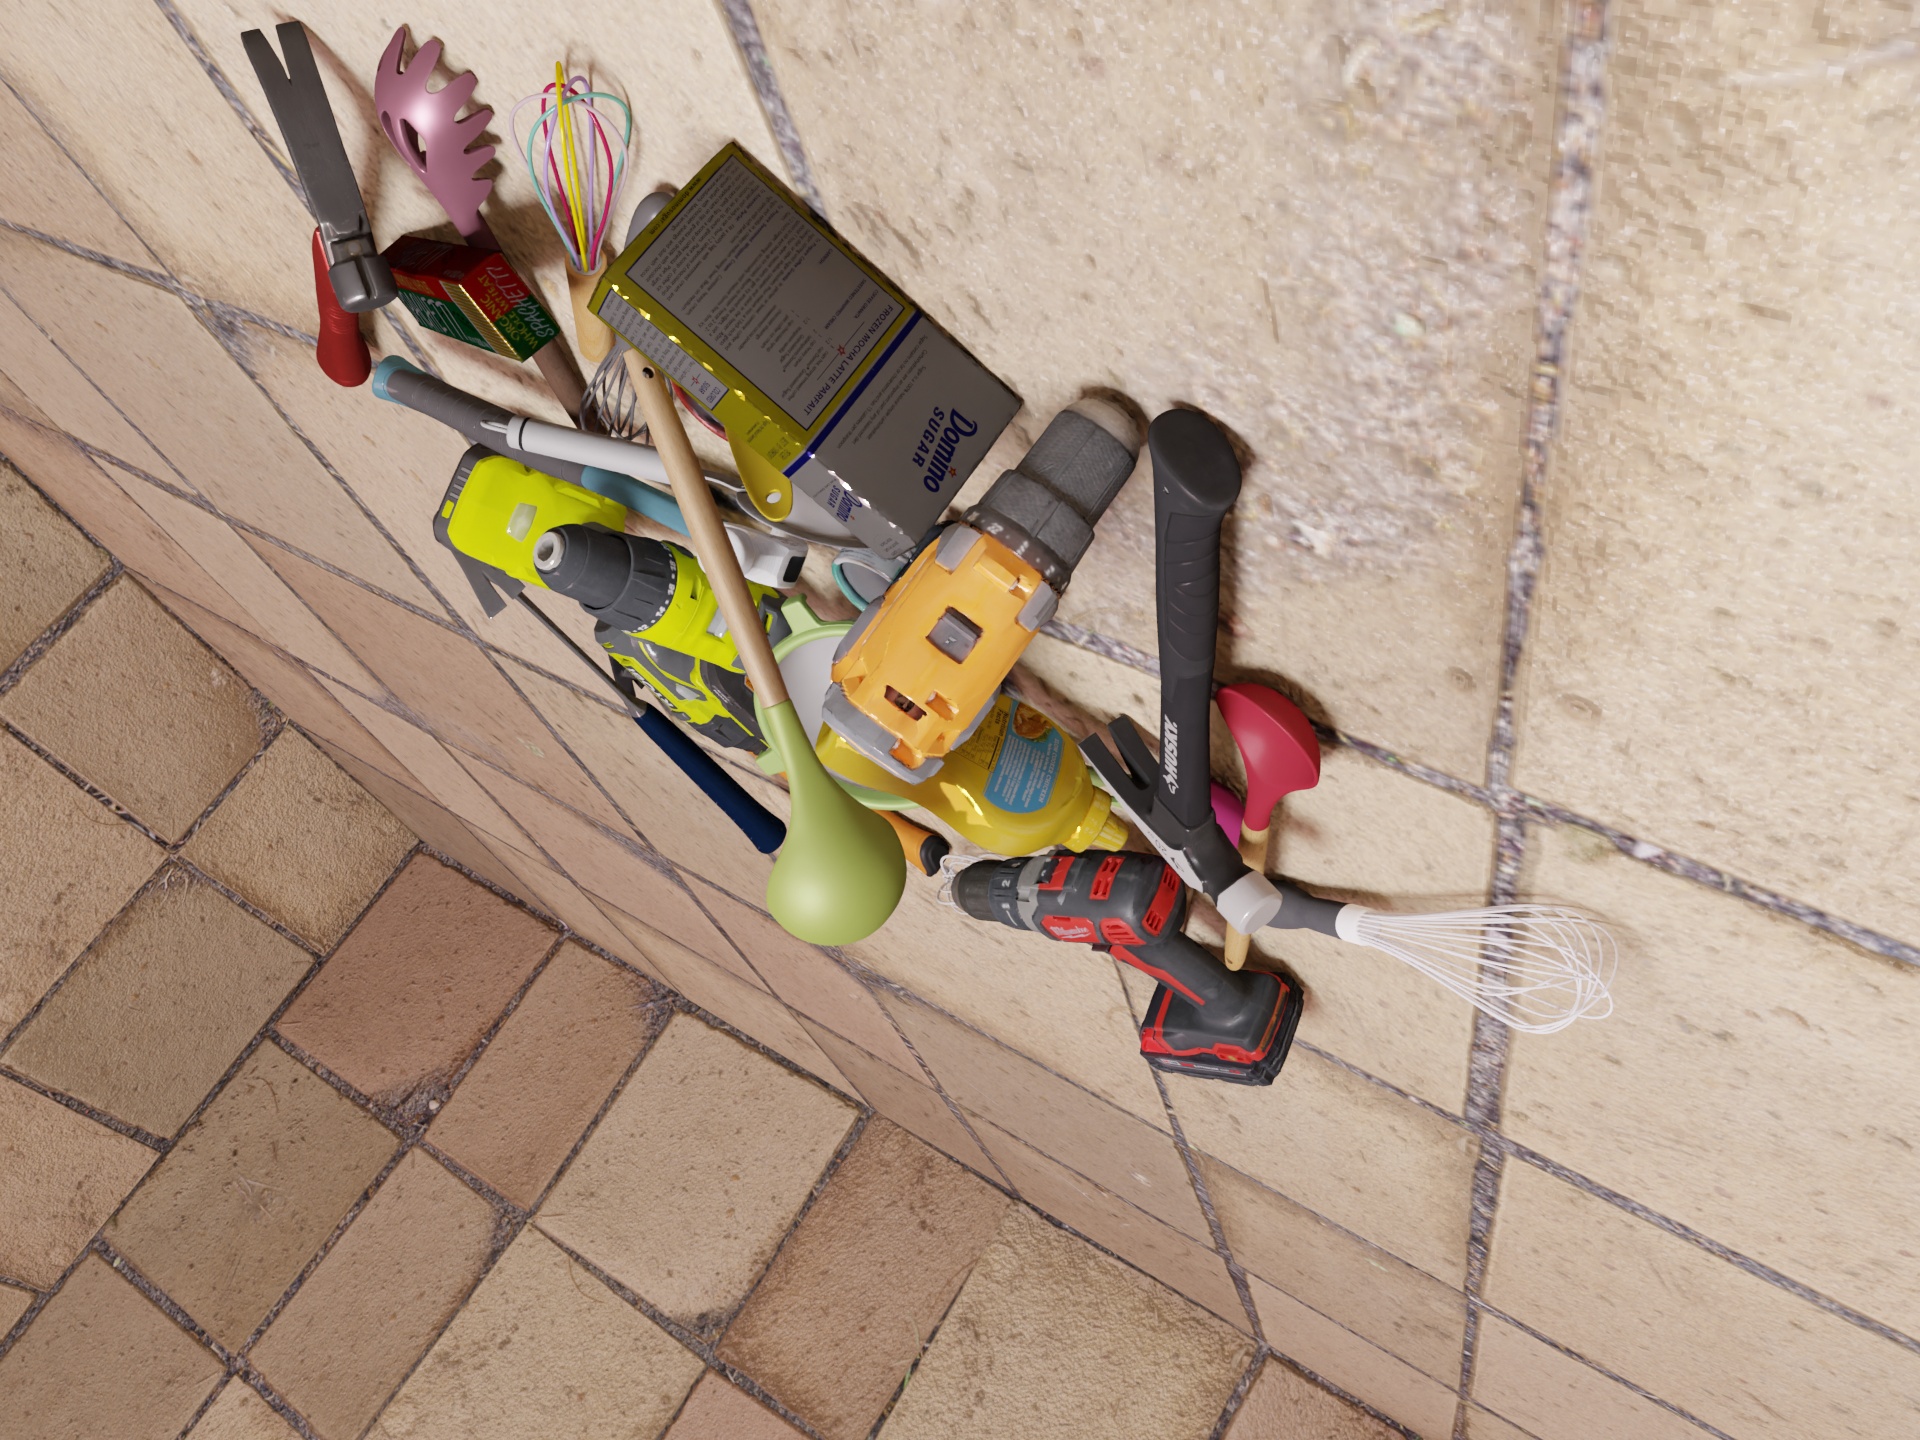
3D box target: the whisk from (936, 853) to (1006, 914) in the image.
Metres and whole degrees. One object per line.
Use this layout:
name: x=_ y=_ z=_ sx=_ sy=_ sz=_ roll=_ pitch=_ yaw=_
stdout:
whisk: x=0.059 y=0.124 z=1.220 sx=0.246 sy=0.059 sz=0.057 roll=-7 pitch=118 yaw=54

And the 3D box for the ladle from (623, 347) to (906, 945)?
ladle: x=-0.107 y=-0.033 z=0.806 sx=0.062 sy=0.078 sz=0.320 roll=-1 pitch=112 yaw=67

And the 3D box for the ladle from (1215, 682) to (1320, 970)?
ladle: x=0.169 y=0.072 z=0.915 sx=0.069 sy=0.031 sz=0.315 roll=42 pitch=158 yaw=27

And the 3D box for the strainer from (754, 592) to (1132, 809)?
strainer: x=-0.002 y=-0.003 z=1.023 sx=0.256 sy=0.069 sz=0.151 roll=16 pitch=132 yaw=1

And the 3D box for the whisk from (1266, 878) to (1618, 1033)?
whisk: x=0.249 y=0.123 z=0.908 sx=0.070 sy=0.070 sz=0.285 roll=45 pitch=162 yaw=-24

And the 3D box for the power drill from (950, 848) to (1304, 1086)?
power drill: x=0.114 y=0.164 z=1.114 sx=0.188 sy=0.080 sz=0.226 roll=-3 pitch=142 yaw=47

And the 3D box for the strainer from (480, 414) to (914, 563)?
strainer: x=-0.145 y=-0.138 z=0.882 sx=0.258 sy=0.087 sz=0.050 roll=14 pitch=113 yaw=5

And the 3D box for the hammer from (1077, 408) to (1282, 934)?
hammer: x=0.108 y=-0.025 z=0.789 sx=0.146 sy=0.035 sz=0.334 roll=49 pitch=163 yaw=32

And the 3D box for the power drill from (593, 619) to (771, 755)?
power drill: x=-0.168 y=-0.026 z=1.201 sx=0.171 sy=0.080 sz=0.223 roll=46 pitch=161 yaw=-27

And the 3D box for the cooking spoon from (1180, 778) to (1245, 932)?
cooking spoon: x=0.150 y=0.102 z=1.066 sx=0.069 sy=0.017 sz=0.318 roll=25 pitch=157 yaw=15

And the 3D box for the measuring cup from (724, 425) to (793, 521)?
measuring cup: x=-0.104 y=-0.147 z=0.765 sx=0.029 sy=0.062 sz=0.157 roll=67 pitch=-179 yaw=-59

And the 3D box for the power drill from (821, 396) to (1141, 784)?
power drill: x=0.008 y=-0.061 z=0.765 sx=0.084 sy=0.185 sz=0.226 roll=36 pitch=179 yaw=-3

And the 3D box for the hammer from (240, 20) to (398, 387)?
hammer: x=-0.391 y=-0.283 z=0.985 sx=0.359 sy=0.036 sz=0.149 roll=-6 pitch=104 yaw=70

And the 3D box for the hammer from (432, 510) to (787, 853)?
hammer: x=-0.269 y=-0.013 z=1.300 sx=0.405 sy=0.035 sz=0.144 roll=50 pitch=177 yaw=-39

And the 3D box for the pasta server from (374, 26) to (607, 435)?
pasta server: x=-0.252 y=-0.252 z=0.903 sx=0.060 sy=0.040 sz=0.316 roll=28 pitch=162 yaw=18

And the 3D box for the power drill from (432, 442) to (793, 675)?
power drill: x=-0.238 y=-0.106 z=1.026 sx=0.229 sy=0.080 sz=0.190 roll=27 pitch=-176 yaw=37

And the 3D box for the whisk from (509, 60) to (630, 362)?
whisk: x=-0.190 y=-0.247 z=0.804 sx=0.047 sy=0.051 sz=0.245 roll=55 pitch=165 yaw=6

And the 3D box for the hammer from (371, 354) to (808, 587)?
hammer: x=-0.235 y=-0.156 z=0.977 sx=0.331 sy=0.033 sz=0.128 roll=27 pitch=-170 yaw=20

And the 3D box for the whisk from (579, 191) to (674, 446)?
whisk: x=-0.171 y=-0.204 z=0.853 sx=0.055 sy=0.055 sz=0.239 roll=36 pitch=155 yaw=-2

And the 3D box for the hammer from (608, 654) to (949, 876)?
hammer: x=-0.157 y=0.034 z=1.368 sx=0.337 sy=0.034 sz=0.127 roll=32 pitch=159 yaw=7
